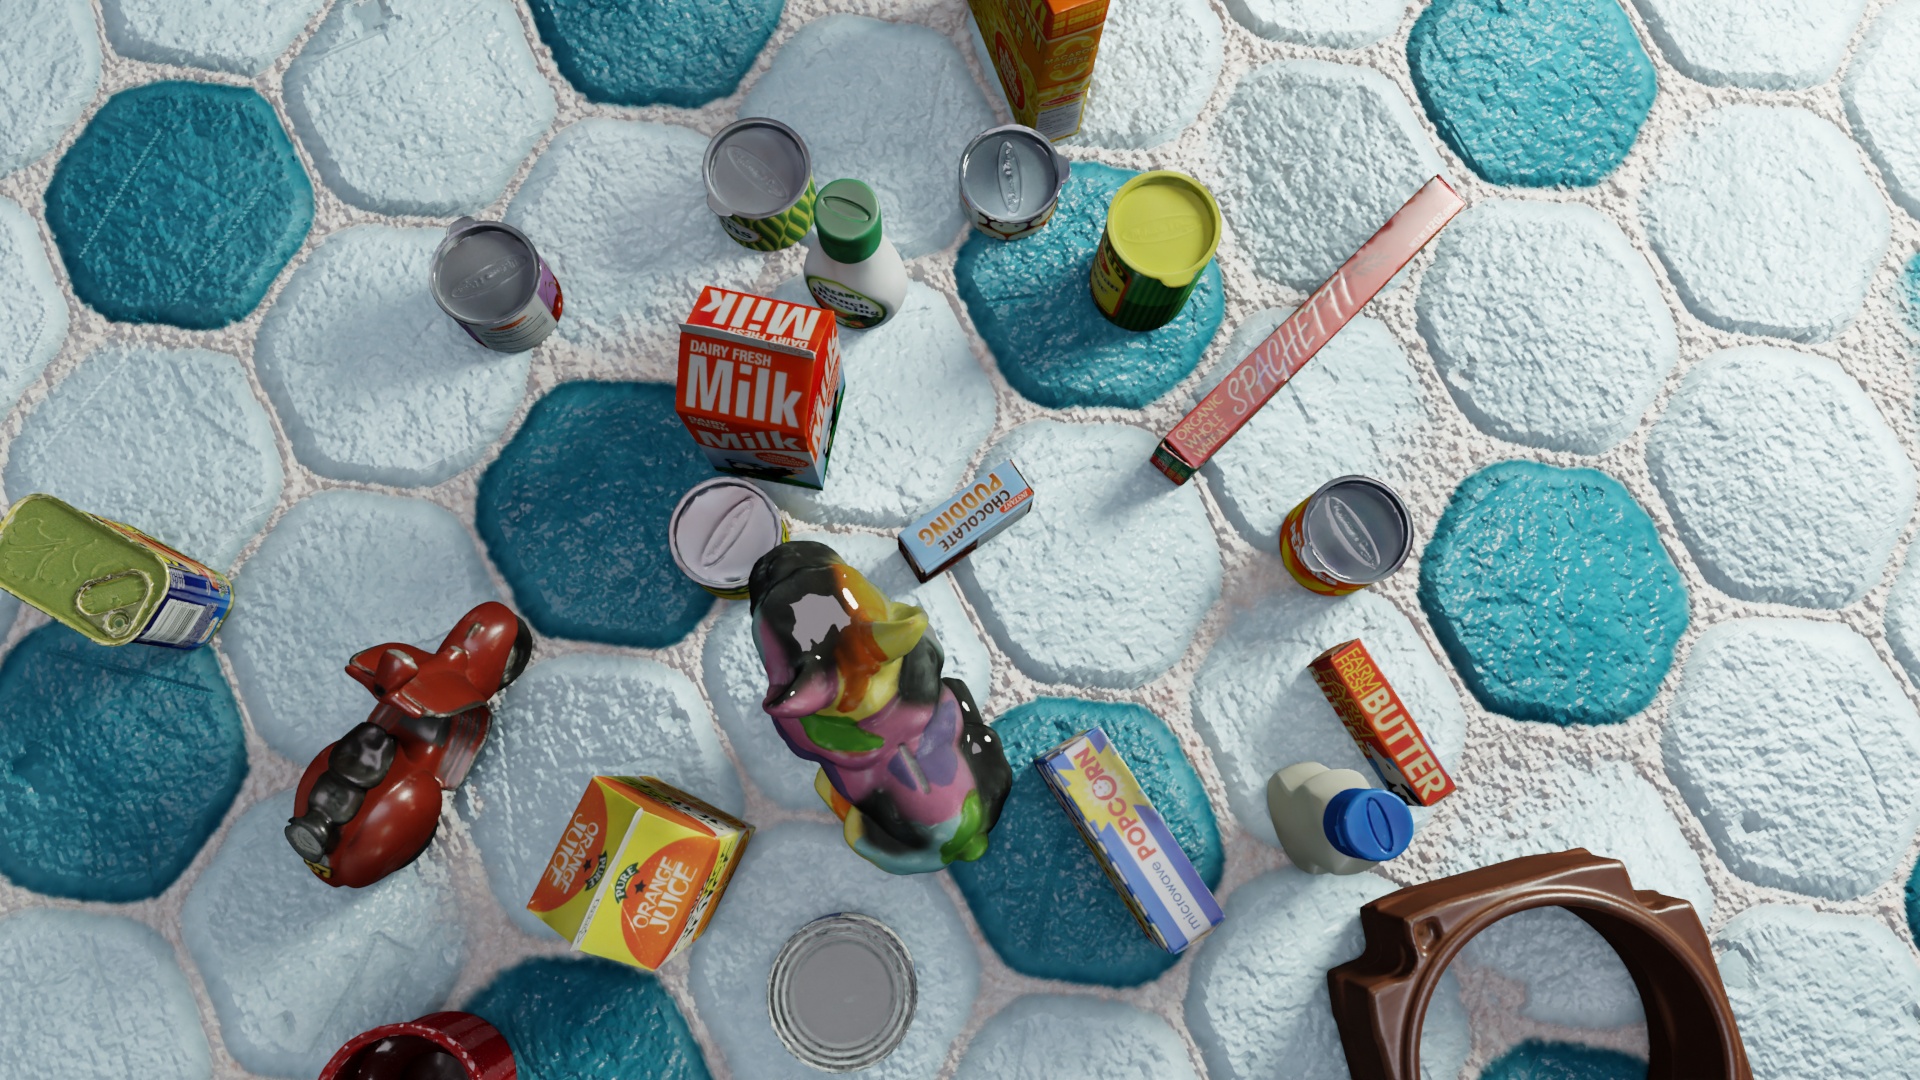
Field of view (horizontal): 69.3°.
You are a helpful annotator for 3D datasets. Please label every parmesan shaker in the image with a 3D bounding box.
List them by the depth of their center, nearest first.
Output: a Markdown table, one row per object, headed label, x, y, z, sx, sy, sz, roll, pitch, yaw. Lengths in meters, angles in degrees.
| label | x | y | z | sx | sy | sz | roll | pitch | yaw |
| --- | --- | --- | --- | --- | --- | --- | --- | --- | --- |
| parmesan shaker | 0.116 | -0.170 | 0.845 | 0.071 | 0.103 | 0.071 | 0 | 80 | -1 |

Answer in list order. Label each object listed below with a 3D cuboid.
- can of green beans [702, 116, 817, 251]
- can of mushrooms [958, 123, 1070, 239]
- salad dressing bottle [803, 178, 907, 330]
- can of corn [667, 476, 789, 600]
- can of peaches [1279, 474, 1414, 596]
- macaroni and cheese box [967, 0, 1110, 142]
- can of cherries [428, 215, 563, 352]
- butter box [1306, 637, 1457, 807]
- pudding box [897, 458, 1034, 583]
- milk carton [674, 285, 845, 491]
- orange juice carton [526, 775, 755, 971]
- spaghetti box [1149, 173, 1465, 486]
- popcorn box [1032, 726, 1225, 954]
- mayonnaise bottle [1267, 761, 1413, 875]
| label | x | y | z | sx | sy | sz | roll | pitch | yaw |
| --- | --- | --- | --- | --- | --- | --- | --- | --- | --- |
| can of green beans | -0.124 | -0.222 | 0.870 | 0.071 | 0.057 | 0.071 | 0 | 80 | -1 |
| can of mushrooms | 0.034 | -0.228 | 0.888 | 0.071 | 0.033 | 0.071 | 0 | 80 | -1 |
| salad dressing bottle | -0.063 | -0.167 | 0.817 | 0.064 | 0.147 | 0.044 | 23 | 81 | 2 |
| can of corn | -0.134 | 0.001 | 0.830 | 0.071 | 0.058 | 0.071 | 0 | 80 | -1 |
| can of peaches | 0.230 | -0.001 | 0.840 | 0.071 | 0.058 | 0.071 | 0 | 80 | -1 |
| macaroni and cheese box | 0.042 | -0.330 | 0.839 | 0.040 | 0.166 | 0.124 | -20 | 81 | -5 |
| can of cherries | -0.285 | -0.157 | 0.854 | 0.071 | 0.058 | 0.071 | 0 | 80 | -1 |
| butter box | 0.248 | 0.109 | 0.824 | 0.024 | 0.053 | 0.103 | -31 | 82 | -6 |
| pudding box | 0.003 | -0.011 | 0.840 | 0.084 | 0.049 | 0.030 | -35 | 83 | -7 |
| milk carton | -0.109 | -0.086 | 0.779 | 0.072 | 0.190 | 0.073 | 11 | 80 | 1 |
| orange juice carton | -0.166 | 0.171 | 0.731 | 0.073 | 0.192 | 0.072 | 25 | 81 | 3 |
| spaghetti box | 0.216 | -0.130 | 0.867 | 0.250 | 0.050 | 0.029 | -44 | 84 | -8 |
| popcorn box | 0.093 | 0.169 | 0.793 | 0.038 | 0.085 | 0.127 | -33 | 82 | -6 |
| mayonnaise bottle | 0.208 | 0.155 | 0.766 | 0.041 | 0.148 | 0.065 | -17 | 81 | -4 |
